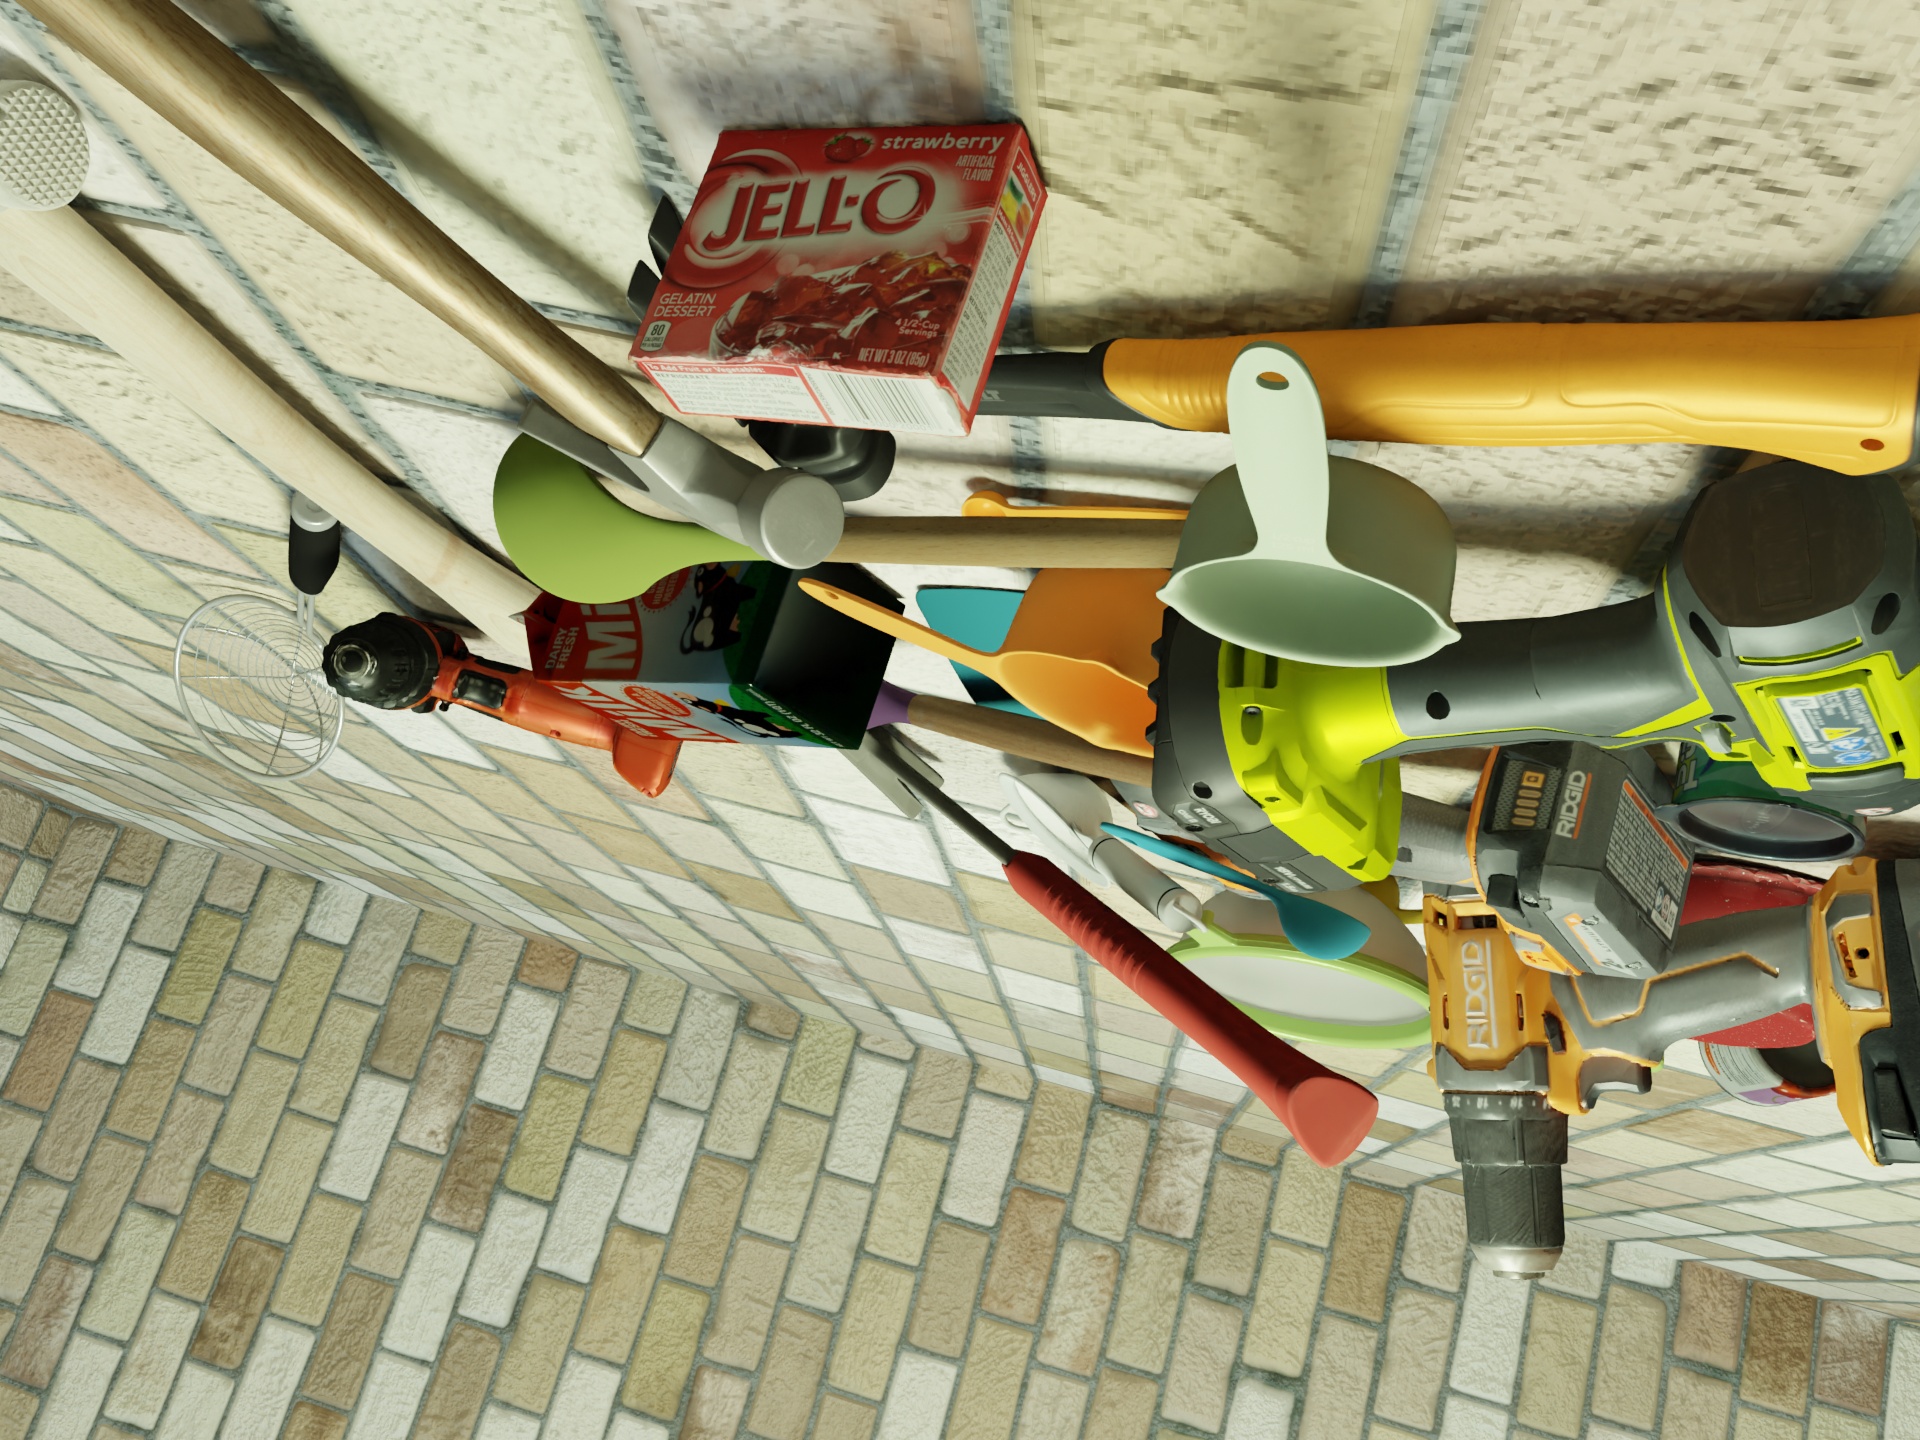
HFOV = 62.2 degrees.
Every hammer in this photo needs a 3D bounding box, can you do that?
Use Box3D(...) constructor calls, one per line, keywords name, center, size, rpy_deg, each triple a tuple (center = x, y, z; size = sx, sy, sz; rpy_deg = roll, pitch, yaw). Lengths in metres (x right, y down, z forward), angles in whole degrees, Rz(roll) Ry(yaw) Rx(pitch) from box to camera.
Box3D(name="hammer", center=(-0.178, -0.150, 0.451), size=(0.331, 0.031, 0.130), rpy_deg=(37, 172, -39))
Box3D(name="hammer", center=(0.052, 0.090, 0.769), size=(0.359, 0.037, 0.149), rpy_deg=(37, 174, 39))
Box3D(name="hammer", center=(0.071, -0.095, 0.427), size=(0.337, 0.034, 0.127), rpy_deg=(7, 162, 28))
Box3D(name="hammer", center=(-0.298, -0.123, 0.681), size=(0.146, 0.038, 0.410), rpy_deg=(12, 163, 21))

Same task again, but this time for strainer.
Box3D(name="strainer", center=(0.075, 0.066, 0.811), size=(0.086, 0.050, 0.258), rpy_deg=(49, 176, -17))
Box3D(name="strainer", center=(0.234, 0.127, 0.828), size=(0.256, 0.069, 0.151), rpy_deg=(10, 156, 8))

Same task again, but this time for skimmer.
Box3D(name="skimmer", center=(-0.404, -0.049, 0.920), size=(0.127, 0.090, 0.363), rpy_deg=(52, 154, -5))

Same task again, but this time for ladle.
Box3D(name="ladle", center=(-0.038, -0.074, 0.579), size=(0.320, 0.062, 0.078), rpy_deg=(3, 136, 23))

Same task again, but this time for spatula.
Box3D(name="spatula", center=(0.077, 0.015, 0.791), size=(0.082, 0.044, 0.317), rpy_deg=(6, 165, 28))
Box3D(name="spatula", center=(-0.001, -0.002, 0.713), size=(0.316, 0.018, 0.059), rpy_deg=(15, 130, 40))

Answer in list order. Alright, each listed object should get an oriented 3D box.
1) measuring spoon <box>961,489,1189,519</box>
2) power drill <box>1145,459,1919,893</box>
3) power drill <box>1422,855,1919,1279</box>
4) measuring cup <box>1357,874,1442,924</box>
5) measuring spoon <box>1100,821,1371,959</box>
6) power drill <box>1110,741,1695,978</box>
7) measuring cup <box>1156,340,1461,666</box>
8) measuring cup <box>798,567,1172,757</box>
Box3D(name="measuring spoon", center=(0.056, -0.071, 0.560), size=(0.117, 0.011, 0.021), rpy_deg=(7, 143, 19))
Box3D(name="power drill", center=(0.189, 0.000, 0.509), size=(0.223, 0.080, 0.171), rpy_deg=(-10, 152, 35))
Box3D(name="power drill", center=(0.312, 0.148, 0.680), size=(0.226, 0.185, 0.084), rpy_deg=(-8, 165, 35))
Box3D(name="measuring cup", center=(0.264, 0.095, 0.875), size=(0.156, 0.029, 0.062), rpy_deg=(-4, 149, 21))
Box3D(name="measuring spoon", center=(0.119, 0.078, 0.711), size=(0.128, 0.021, 0.042), rpy_deg=(22, 169, 6))
Box3D(name="power drill", center=(0.172, 0.038, 0.675), size=(0.227, 0.084, 0.164), rpy_deg=(7, 161, 41))
Box3D(name="measuring cup", center=(0.086, -0.060, 0.398), size=(0.083, 0.038, 0.167), rpy_deg=(10, 163, 19))
Box3D(name="measuring cup", center=(0.024, -0.042, 0.617), size=(0.174, 0.052, 0.095), rpy_deg=(22, 165, 12))
